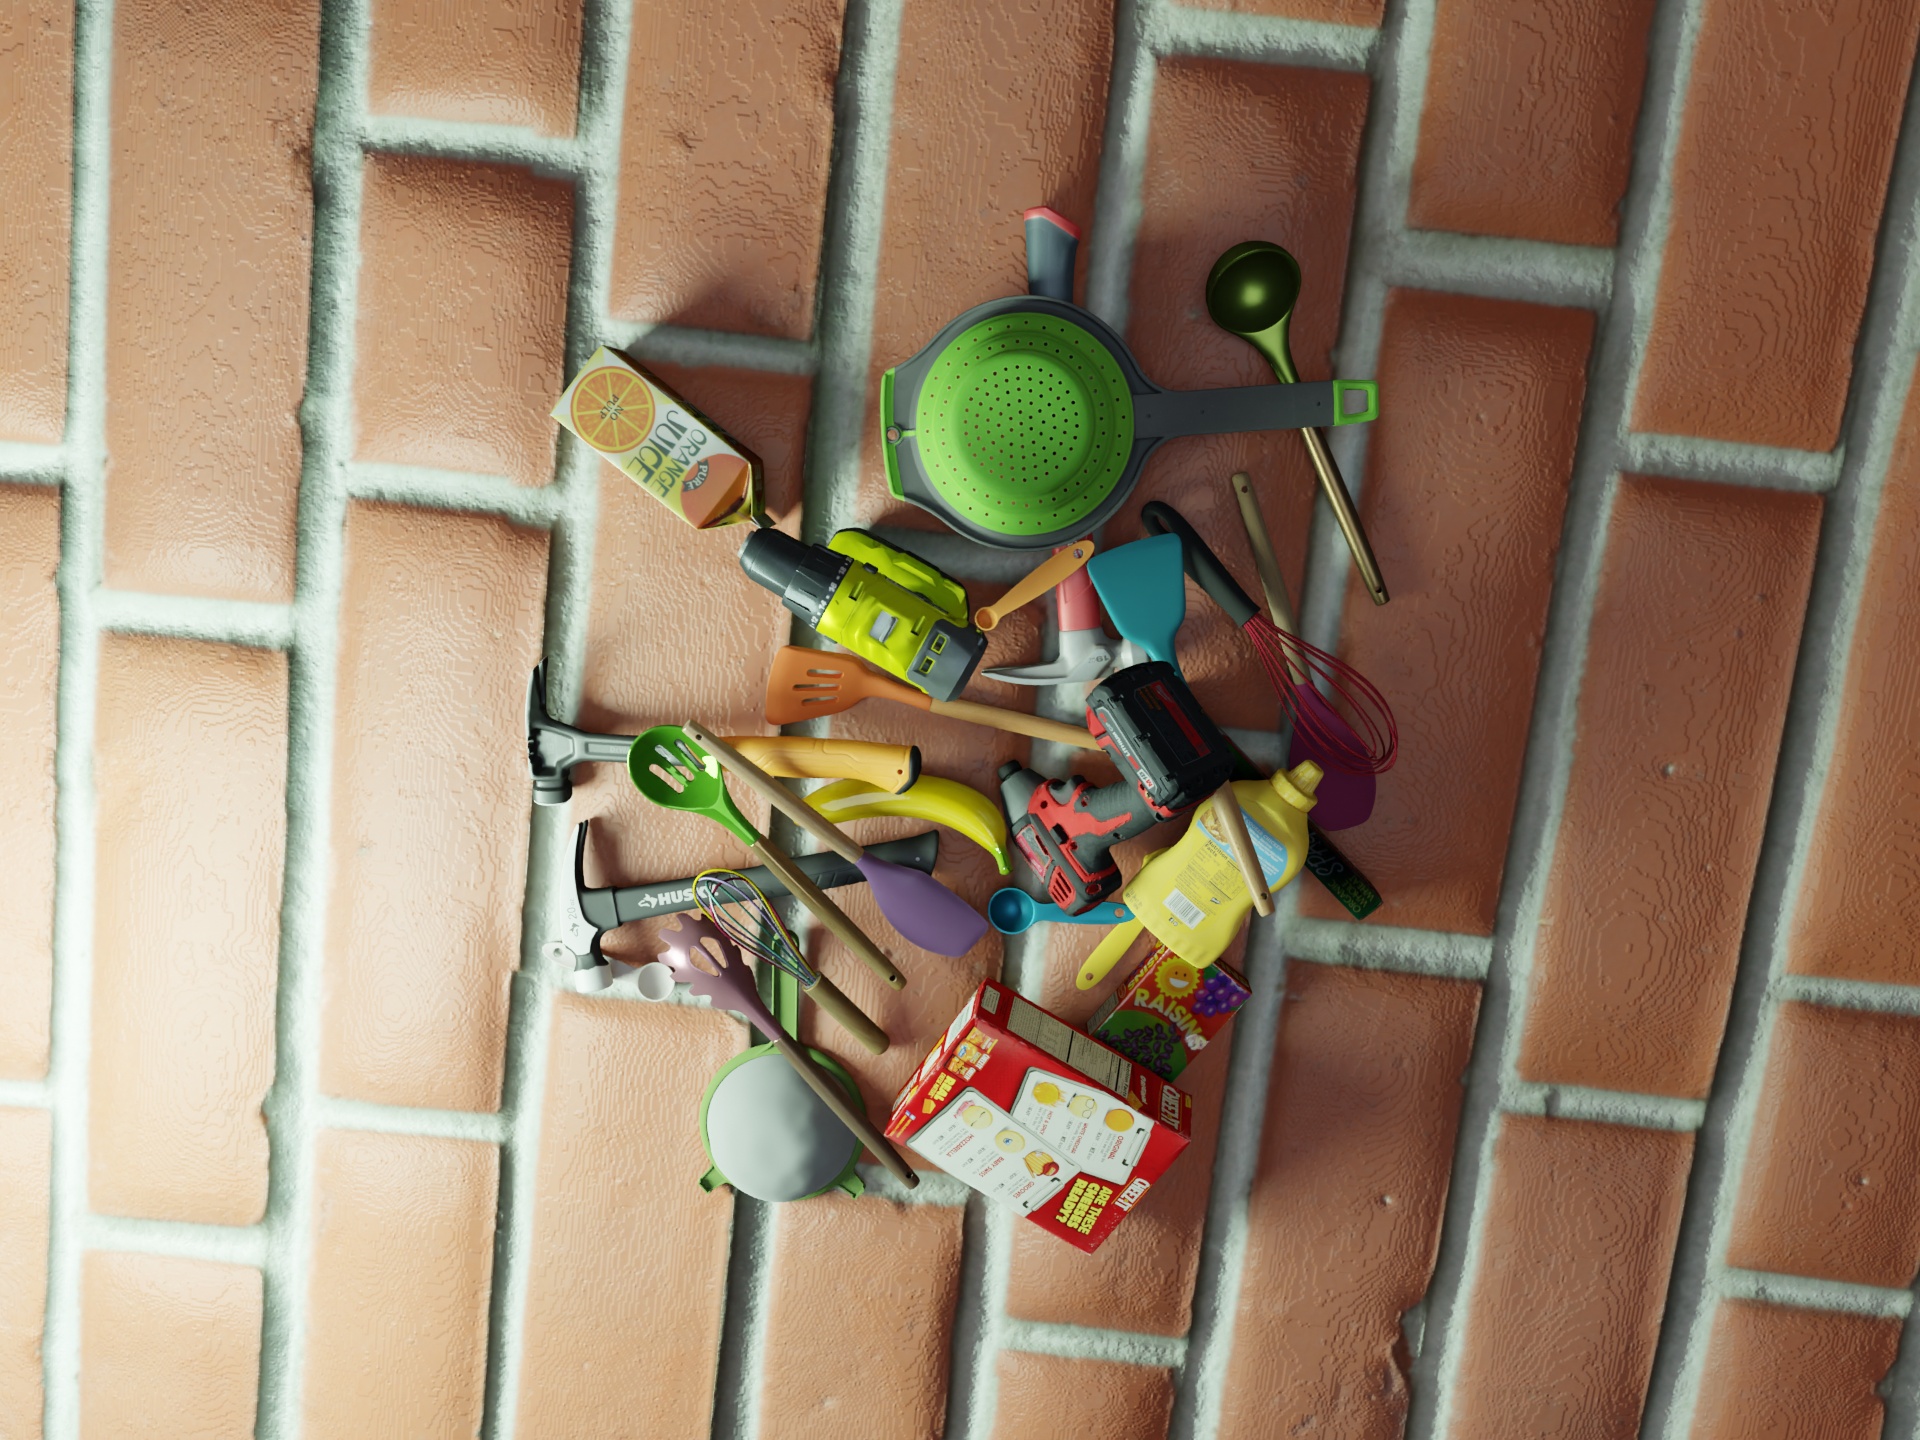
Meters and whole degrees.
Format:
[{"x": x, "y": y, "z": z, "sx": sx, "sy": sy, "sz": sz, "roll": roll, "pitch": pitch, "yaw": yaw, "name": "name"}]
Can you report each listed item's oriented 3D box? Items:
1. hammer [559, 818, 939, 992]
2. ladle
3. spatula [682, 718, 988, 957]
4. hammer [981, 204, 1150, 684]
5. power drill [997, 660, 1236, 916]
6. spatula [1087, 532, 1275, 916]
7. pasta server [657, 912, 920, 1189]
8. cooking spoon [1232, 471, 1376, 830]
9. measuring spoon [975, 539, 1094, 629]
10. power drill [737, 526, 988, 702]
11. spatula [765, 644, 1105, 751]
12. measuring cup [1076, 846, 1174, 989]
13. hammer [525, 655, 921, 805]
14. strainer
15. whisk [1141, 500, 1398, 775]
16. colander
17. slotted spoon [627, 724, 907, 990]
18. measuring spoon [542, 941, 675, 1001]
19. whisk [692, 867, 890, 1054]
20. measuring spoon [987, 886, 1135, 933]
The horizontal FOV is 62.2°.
[{"x": -0.182, "y": 0.135, "z": 1.375, "sx": 0.335, "sy": 0.035, "sz": 0.146, "roll": -10, "pitch": 93, "yaw": 1, "name": "hammer"}, {"x": 0.287, "y": -0.237, "z": 1.299, "sx": 0.078, "sy": 0.062, "sz": 0.320, "roll": -24, "pitch": 101, "yaw": 11, "name": "ladle"}, {"x": -0.107, "y": 0.100, "z": 1.332, "sx": 0.315, "sy": 0.018, "sz": 0.060, "roll": 40, "pitch": 103, "yaw": -17, "name": "spatula"}, {"x": 0.070, "y": -0.222, "z": 1.314, "sx": 0.143, "sy": 0.038, "sz": 0.386, "roll": -6, "pitch": 99, "yaw": 4, "name": "hammer"}, {"x": 0.111, "y": 0.053, "z": 1.288, "sx": 0.143, "sy": 0.078, "sz": 0.219, "roll": 56, "pitch": 140, "yaw": 15, "name": "power drill"}, {"x": 0.190, "y": 0.005, "z": 1.277, "sx": 0.082, "sy": 0.044, "sz": 0.318, "roll": -18, "pitch": 75, "yaw": -8, "name": "spatula"}, {"x": -0.140, "y": 0.288, "z": 1.361, "sx": 0.060, "sy": 0.040, "sz": 0.316, "roll": -45, "pitch": 104, "yaw": -20, "name": "pasta server"}, {"x": 0.283, "y": -0.057, "z": 1.346, "sx": 0.069, "sy": 0.017, "sz": 0.319, "roll": -17, "pitch": 99, "yaw": 13, "name": "cooking spoon"}, {"x": 0.061, "y": -0.112, "z": 1.311, "sx": 0.117, "sy": 0.011, "sz": 0.021, "roll": -35, "pitch": 97, "yaw": 5, "name": "measuring spoon"}, {"x": -0.072, "y": -0.096, "z": 1.240, "sx": 0.190, "sy": 0.228, "sz": 0.080, "roll": 29, "pitch": 99, "yaw": -3, "name": "power drill"}, {"x": -0.002, "y": -0.004, "z": 1.349, "sx": 0.322, "sy": 0.041, "sz": 0.081, "roll": 13, "pitch": 123, "yaw": -2, "name": "spatula"}, {"x": 0.153, "y": 0.178, "z": 1.380, "sx": 0.062, "sy": 0.029, "sz": 0.156, "roll": 39, "pitch": 97, "yaw": -5, "name": "measuring cup"}, {"x": -0.200, "y": 0.020, "z": 1.337, "sx": 0.337, "sy": 0.034, "sz": 0.127, "roll": 4, "pitch": 111, "yaw": 6, "name": "hammer"}, {"x": -0.157, "y": 0.314, "z": 1.390, "sx": 0.151, "sy": 0.069, "sz": 0.256, "roll": 2, "pitch": 101, "yaw": 1, "name": "strainer"}, {"x": 0.253, "y": -0.071, "z": 1.312, "sx": 0.073, "sy": 0.073, "sz": 0.296, "roll": -42, "pitch": 84, "yaw": 7, "name": "whisk"}, {"x": 0.130, "y": -0.237, "z": 1.240, "sx": 0.397, "sy": 0.094, "sz": 0.204, "roll": -3, "pitch": 99, "yaw": 5, "name": "colander"}, {"x": -0.156, "y": 0.120, "z": 1.336, "sx": 0.070, "sy": 0.031, "sz": 0.313, "roll": -43, "pitch": 103, "yaw": 2, "name": "slotted spoon"}, {"x": -0.310, "y": 0.218, "z": 1.409, "sx": 0.124, "sy": 0.018, "sz": 0.034, "roll": 16, "pitch": 86, "yaw": 5, "name": "measuring spoon"}, {"x": -0.138, "y": 0.208, "z": 1.354, "sx": 0.047, "sy": 0.051, "sz": 0.244, "roll": -45, "pitch": 117, "yaw": -8, "name": "whisk"}, {"x": 0.088, "y": 0.164, "z": 1.381, "sx": 0.128, "sy": 0.021, "sz": 0.042, "roll": 1, "pitch": 101, "yaw": 5, "name": "measuring spoon"}]
